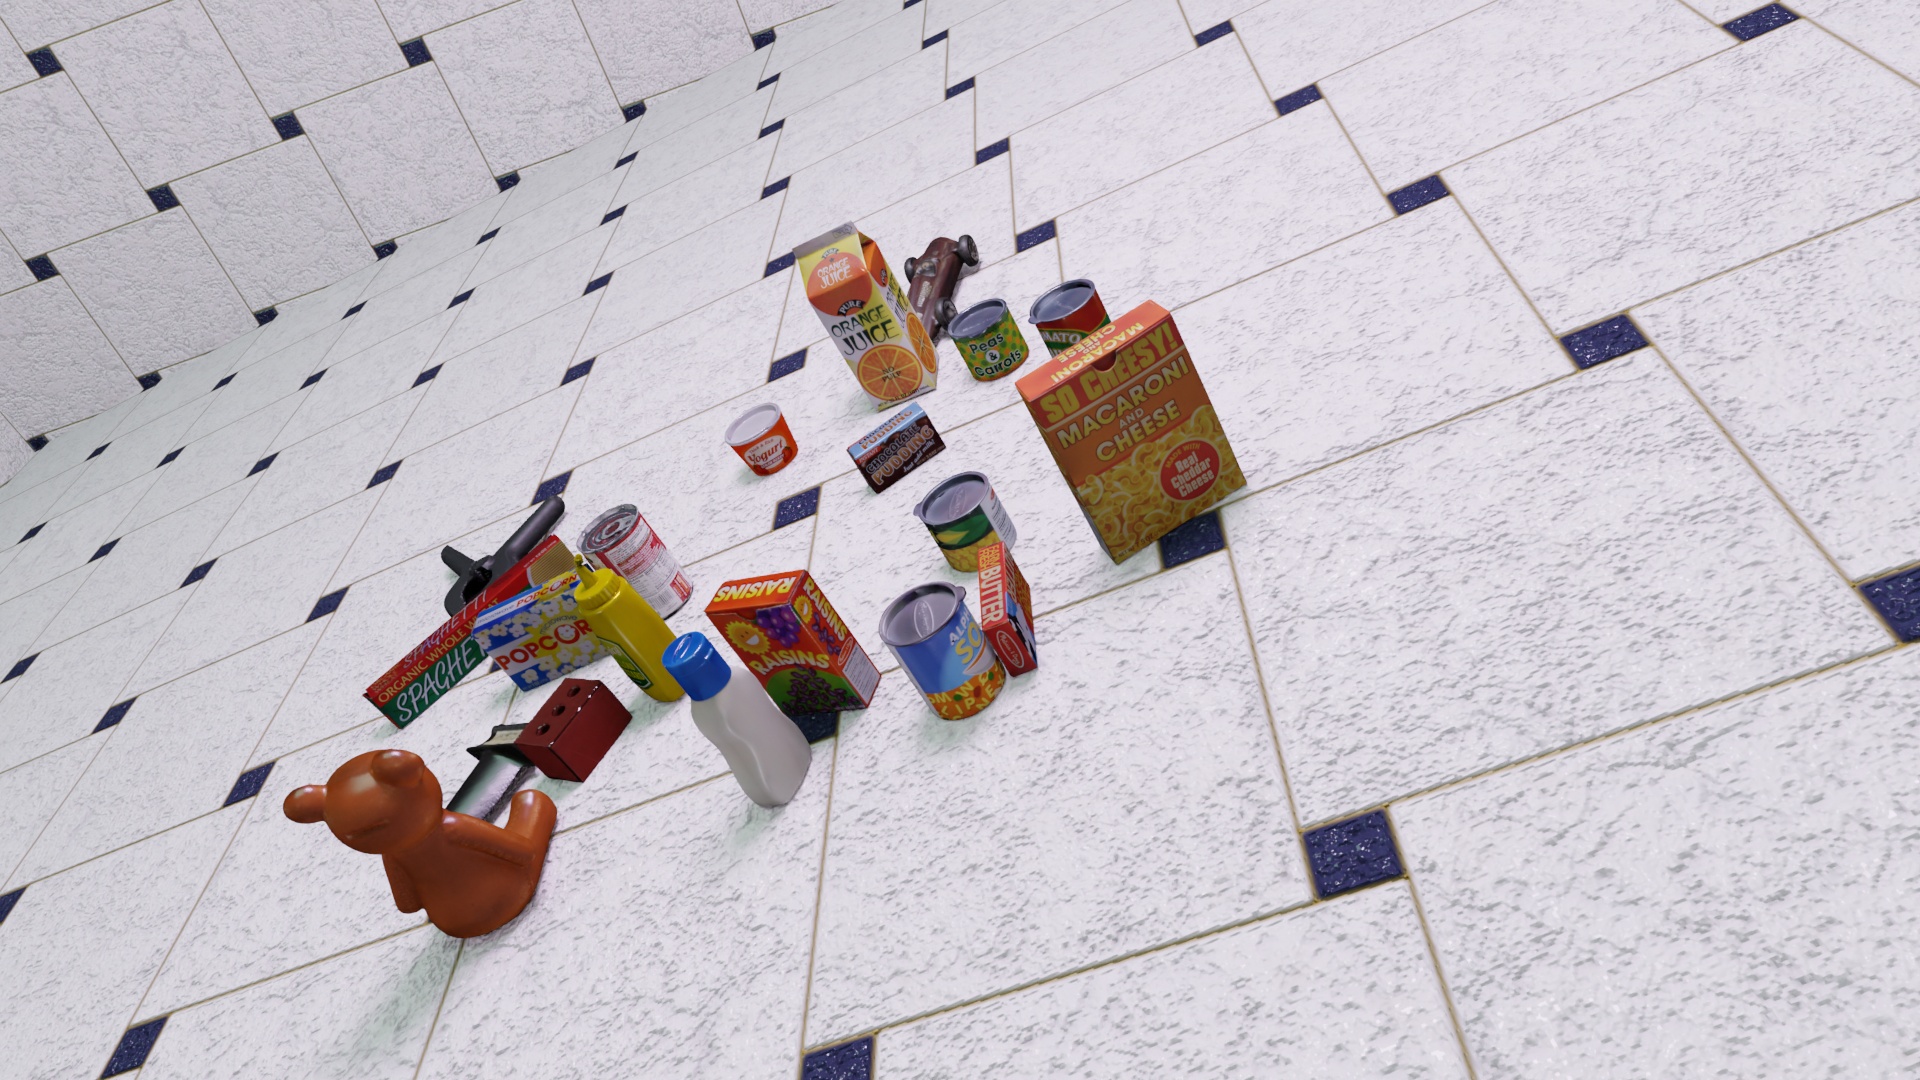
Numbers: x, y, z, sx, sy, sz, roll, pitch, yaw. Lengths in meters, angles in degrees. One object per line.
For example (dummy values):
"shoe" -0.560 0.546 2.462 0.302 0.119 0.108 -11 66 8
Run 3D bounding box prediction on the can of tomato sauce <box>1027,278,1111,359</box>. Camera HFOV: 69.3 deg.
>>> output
"can of tomato sauce" 0.110 -0.192 1.305 0.071 0.082 0.071 -22 33 15

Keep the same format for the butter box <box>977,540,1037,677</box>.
"butter box" 0.035 0.051 1.063 0.024 0.053 0.104 -22 33 14

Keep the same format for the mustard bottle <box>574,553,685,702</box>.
"mustard bottle" -0.291 0.072 1.201 0.065 0.159 0.049 8 49 46

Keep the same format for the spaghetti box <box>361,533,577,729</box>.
"spaghetti box" -0.504 0.094 1.450 0.251 0.050 0.029 -44 34 -20

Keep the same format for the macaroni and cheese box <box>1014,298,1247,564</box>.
"macaroni and cheese box" 0.132 -0.080 1.057 0.124 0.166 0.040 -32 32 -2

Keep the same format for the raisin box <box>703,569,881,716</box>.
"raisin box" -0.131 0.082 1.090 0.086 0.123 0.040 -8 39 32

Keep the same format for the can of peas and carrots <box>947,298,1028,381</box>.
"can of peas and carrots" 0.029 -0.202 1.409 0.071 0.058 0.071 -21 33 15

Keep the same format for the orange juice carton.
"orange juice carton" -0.097 -0.236 1.433 0.071 0.192 0.073 -20 34 17

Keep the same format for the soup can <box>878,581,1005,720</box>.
"soup can" -0.010 0.081 1.030 0.071 0.083 0.072 -22 33 15

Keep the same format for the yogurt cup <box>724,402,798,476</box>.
"yogurt cup" -0.209 -0.105 1.477 0.072 0.053 0.073 -21 33 15

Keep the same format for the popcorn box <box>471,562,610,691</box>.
"popcorn box" -0.391 0.085 1.336 0.126 0.085 0.038 -24 33 11

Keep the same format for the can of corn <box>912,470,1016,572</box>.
"can of corn" 0.004 -0.015 1.173 0.071 0.058 0.071 -21 33 15

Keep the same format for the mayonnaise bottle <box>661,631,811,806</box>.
"mayonnaise bottle" -0.166 0.130 1.031 0.041 0.147 0.065 -11 37 29

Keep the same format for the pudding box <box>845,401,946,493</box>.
"pudding box" -0.062 -0.090 1.339 0.084 0.049 0.030 -35 32 -6
